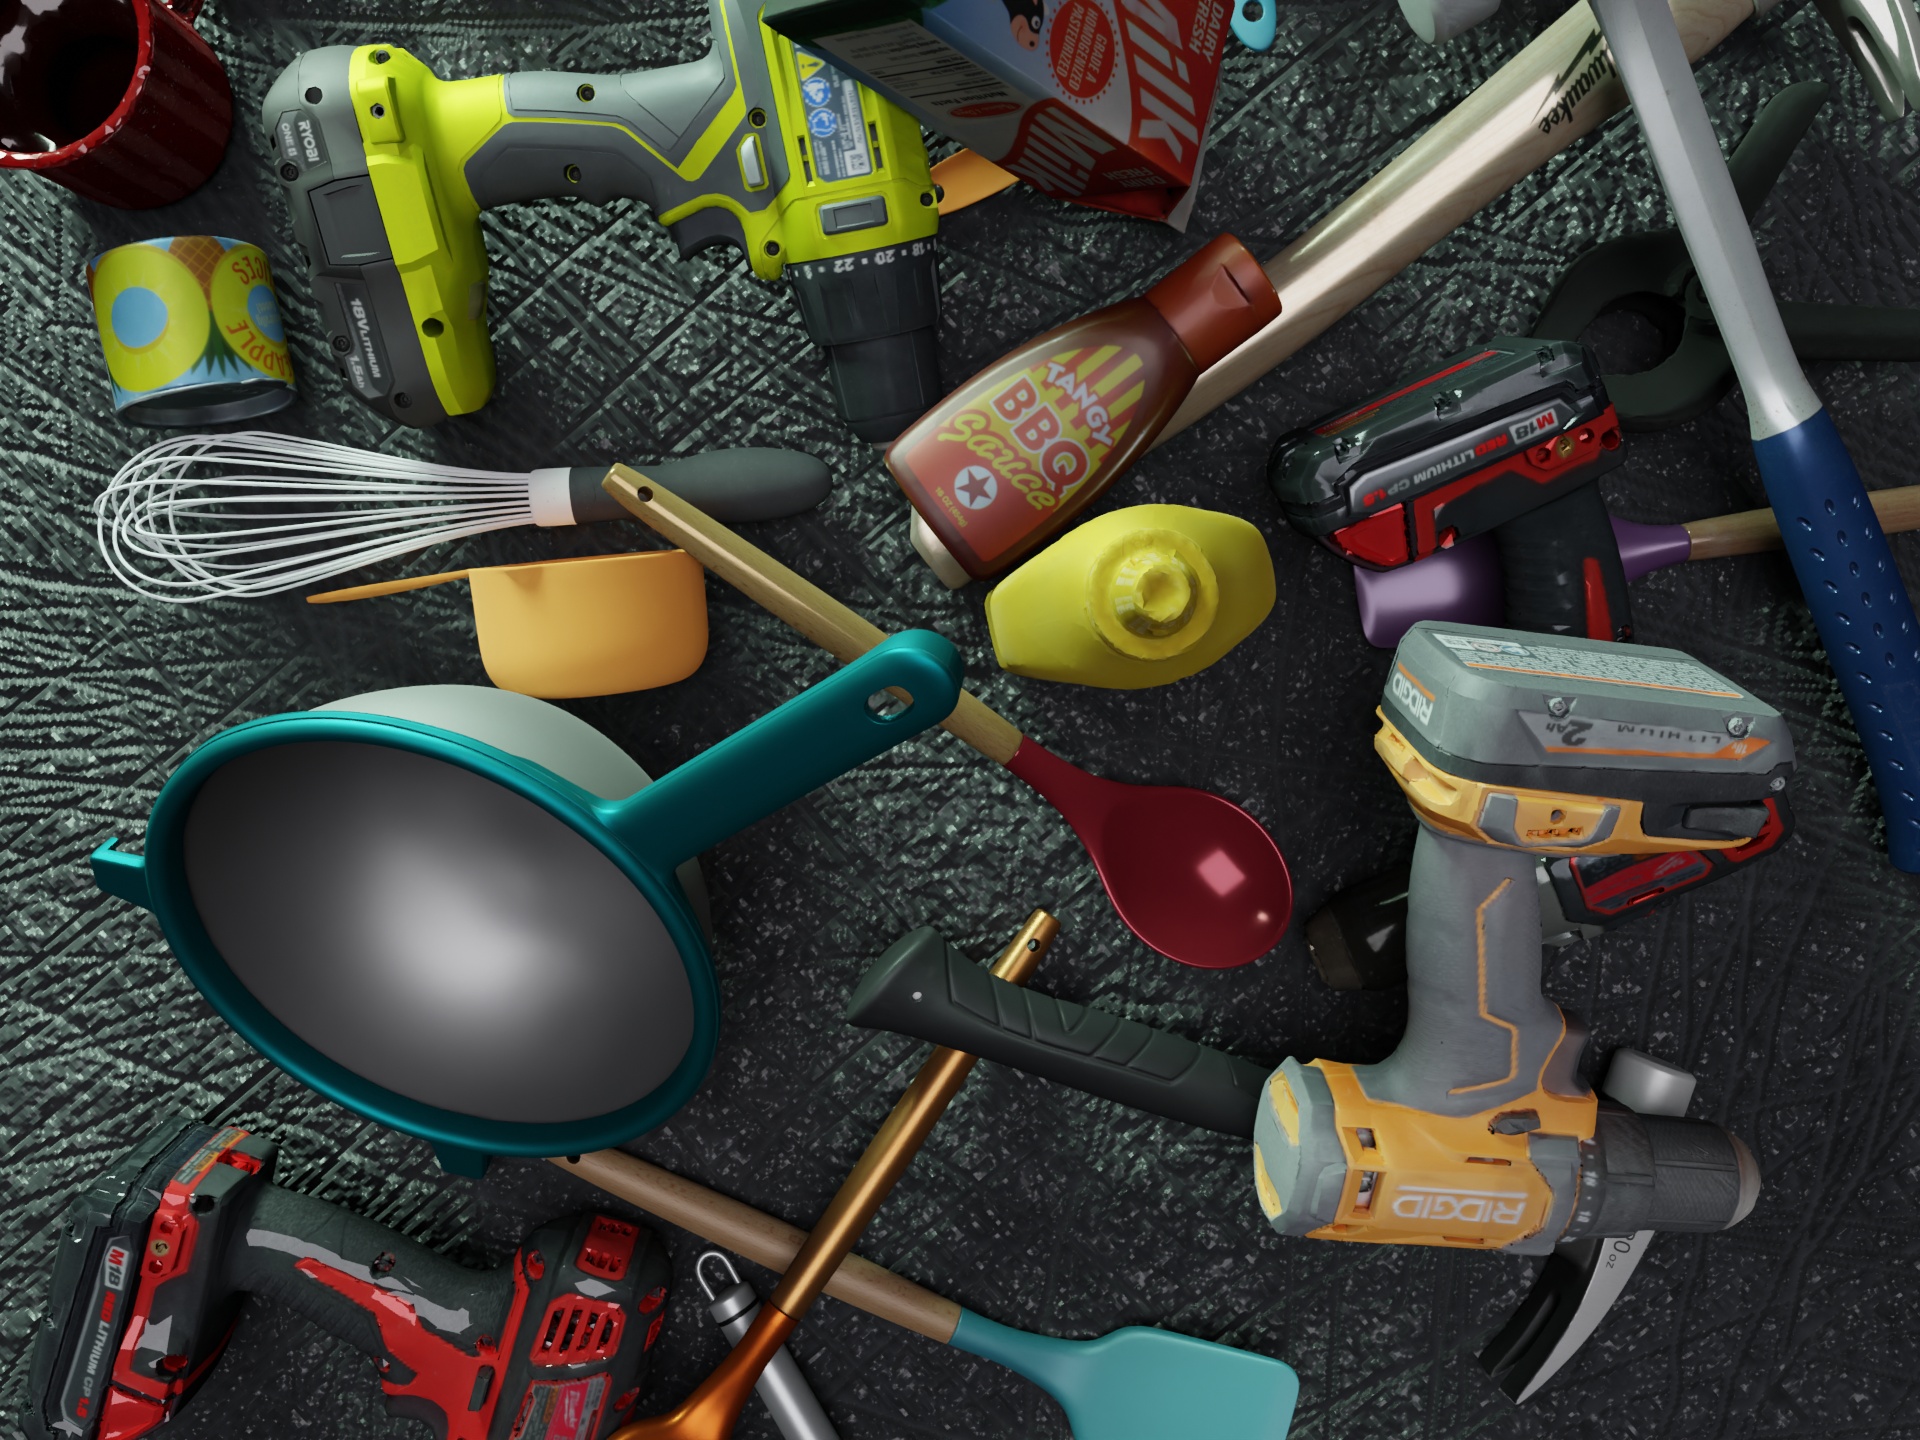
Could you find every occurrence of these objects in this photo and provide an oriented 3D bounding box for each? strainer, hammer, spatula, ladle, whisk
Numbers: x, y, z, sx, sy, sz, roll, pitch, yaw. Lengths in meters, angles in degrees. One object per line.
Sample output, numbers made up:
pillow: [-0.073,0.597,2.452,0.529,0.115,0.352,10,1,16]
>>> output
strainer: [-0.037,0.328,0.648,0.087,0.050,0.258,-31,86,-5]
hammer: [0.158,-0.174,0.608,0.410,0.038,0.146,-36,95,8]
spatula: [-0.053,0.209,0.616,0.081,0.041,0.322,35,81,-3]
ladle: [-0.001,-0.002,0.609,0.315,0.031,0.069,35,75,-14]
spatula: [0.316,-0.078,0.641,0.316,0.018,0.060,-8,92,1]
hammer: [0.306,-0.122,0.584,0.144,0.035,0.405,-27,105,8]
whisk: [-0.192,-0.085,0.626,0.284,0.070,0.070,-4,92,-4]
hammer: [0.117,0.157,0.626,0.334,0.035,0.146,19,92,-7]
spatula: [-0.025,0.234,0.642,0.317,0.044,0.082,24,82,1]
strainer: [-0.129,0.033,0.563,0.340,0.095,0.210,-28,115,28]

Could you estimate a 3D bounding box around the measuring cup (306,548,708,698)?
measuring cup: [-0.180,-0.034,0.622,0.173,0.095,0.052,-4,98,19]

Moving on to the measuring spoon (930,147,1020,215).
measuring spoon: [0.029,-0.231,0.641,0.117,0.011,0.021,-25,95,5]

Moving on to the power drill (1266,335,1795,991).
power drill: [0.192,-0.012,0.608,0.188,0.080,0.226,-24,103,8]

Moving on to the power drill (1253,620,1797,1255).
power drill: [0.214,0.089,0.559,0.185,0.084,0.226,6,110,-6]

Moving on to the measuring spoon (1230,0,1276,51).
measuring spoon: [0.098,-0.315,0.593,0.042,0.021,0.128,-15,91,2]

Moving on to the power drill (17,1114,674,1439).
power drill: [-0.235,0.248,0.626,0.219,0.078,0.143,16,98,-4]

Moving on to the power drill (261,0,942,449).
power drill: [-0.120,-0.183,0.602,0.228,0.080,0.190,-11,109,0]
